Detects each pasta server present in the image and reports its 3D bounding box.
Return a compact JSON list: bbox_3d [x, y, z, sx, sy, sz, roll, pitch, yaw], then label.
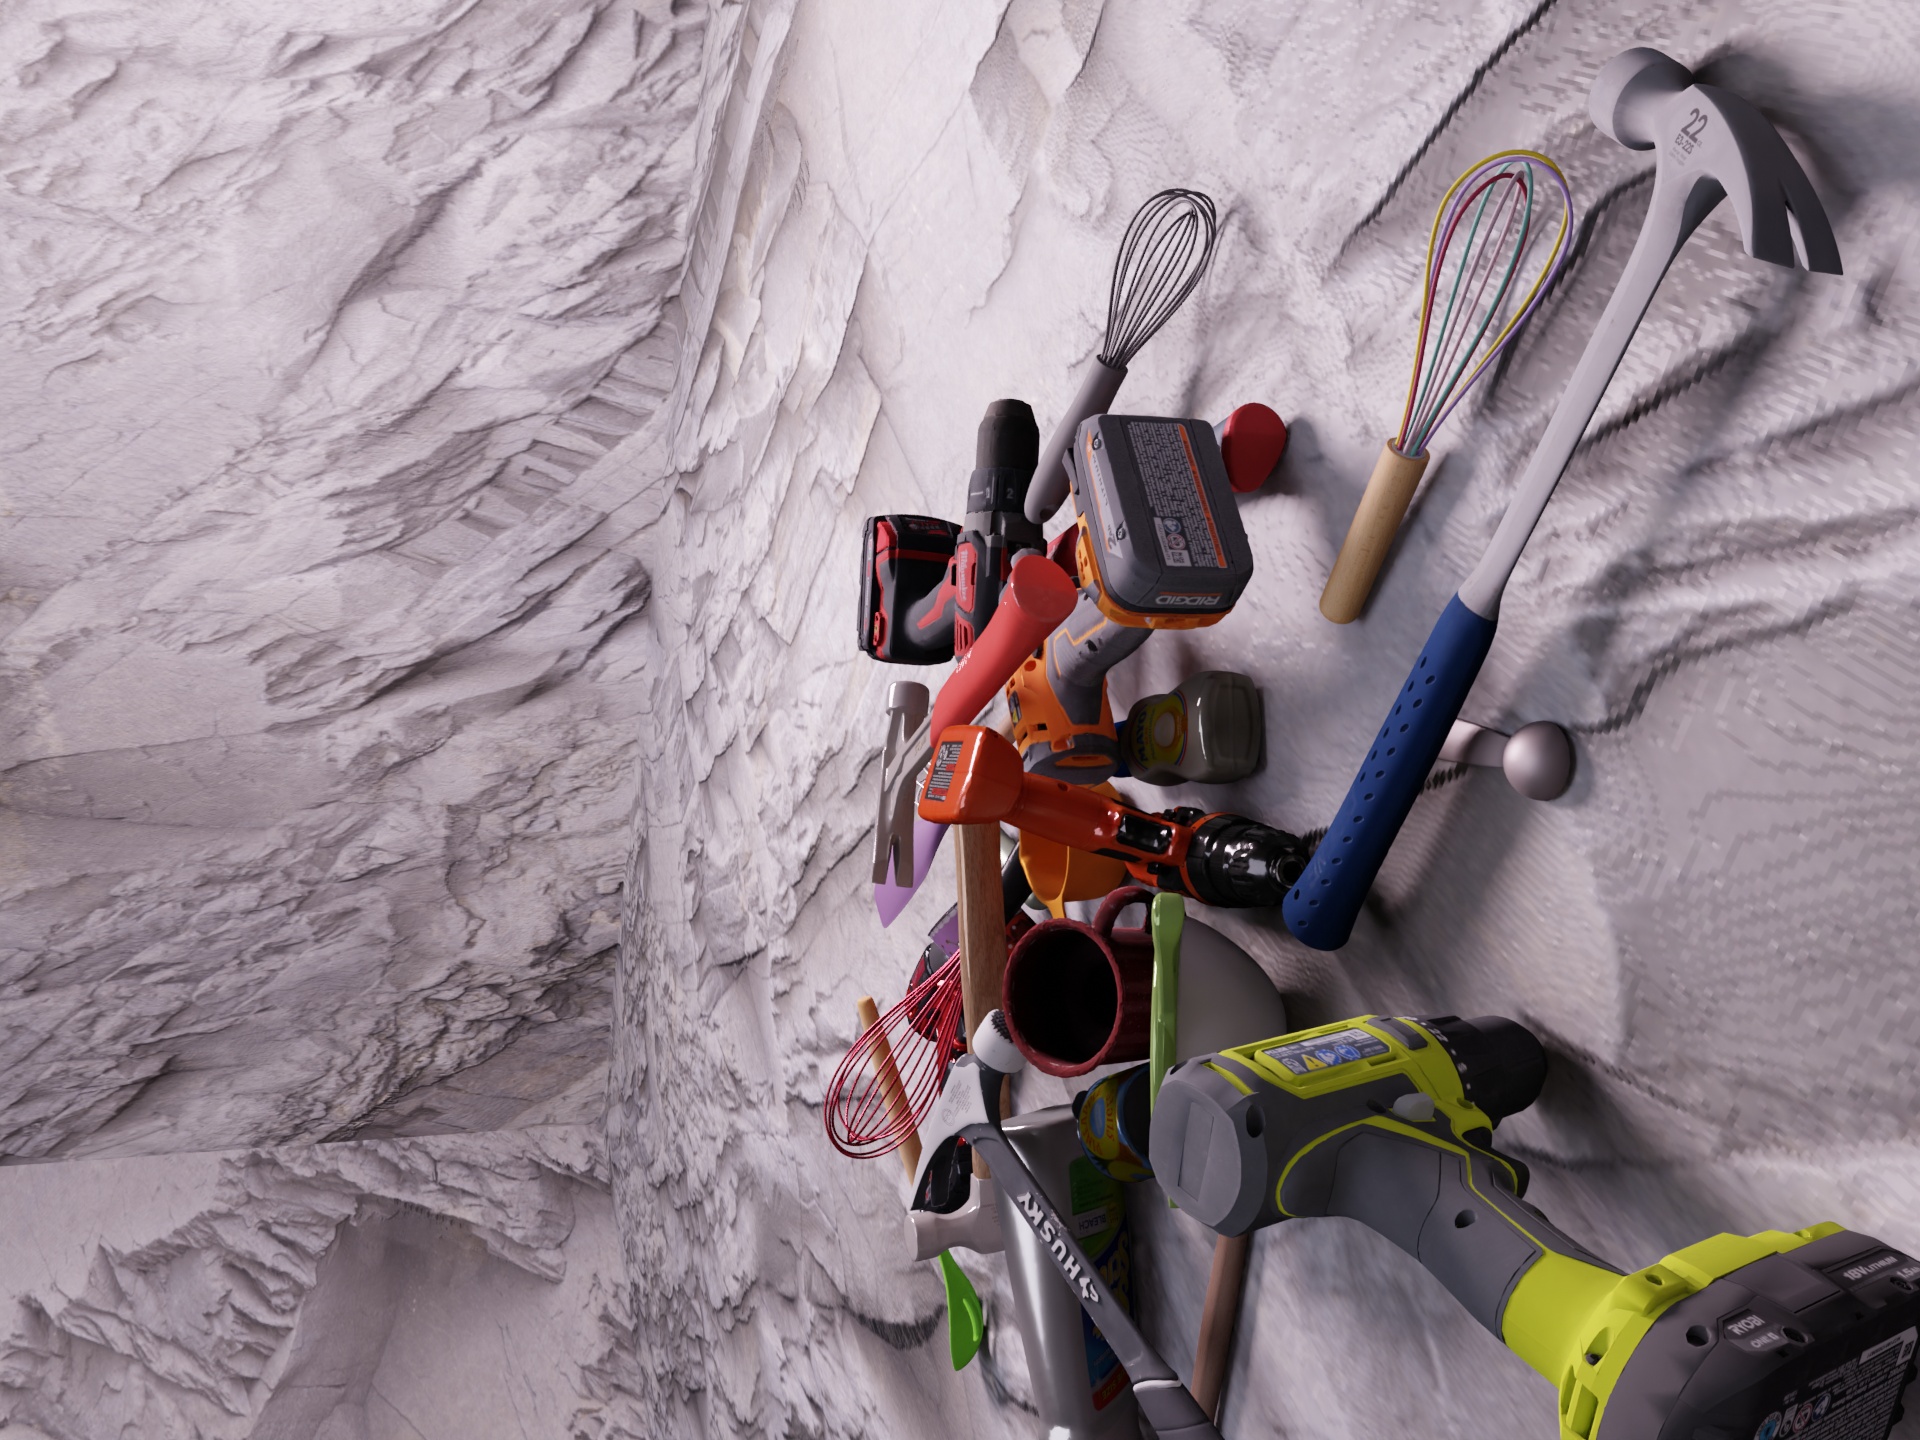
[{"bbox_3d":[0.134,0.398,0.927,0.060,0.040,0.316,-118,34,-73],"label":"pasta server"}]

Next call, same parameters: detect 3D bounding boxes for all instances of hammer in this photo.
[{"bbox_3d":[-0.002,-0.003,0.991,0.359,0.036,0.149,131,145,-67],"label":"hammer"},{"bbox_3d":[0.222,-0.055,0.666,0.144,0.035,0.405,-100,21,-52],"label":"hammer"},{"bbox_3d":[0.020,0.198,1.090,0.031,0.130,0.331,-173,80,-71],"label":"hammer"},{"bbox_3d":[0.099,-0.142,1.048,0.386,0.038,0.143,152,119,-68],"label":"hammer"},{"bbox_3d":[0.095,0.357,0.888,0.409,0.036,0.149,50,123,39],"label":"hammer"}]

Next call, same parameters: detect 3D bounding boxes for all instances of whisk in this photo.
[{"bbox_3d":[0.017,0.088,1.263,0.059,0.058,0.247,62,172,-30],"label":"whisk"},{"bbox_3d":[0.211,-0.145,0.732,0.051,0.047,0.244,-111,26,-44],"label":"whisk"},{"bbox_3d":[0.093,-0.222,0.996,0.238,0.055,0.055,-63,31,32],"label":"whisk"},{"bbox_3d":[-0.003,0.181,1.128,0.296,0.073,0.073,-57,22,-2],"label":"whisk"}]

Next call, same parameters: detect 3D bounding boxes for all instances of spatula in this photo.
[{"bbox_3d":[0.002,0.053,1.238,0.315,0.018,0.060,-54,40,38],"label":"spatula"}]

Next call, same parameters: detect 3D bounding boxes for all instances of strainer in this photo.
[{"bbox_3d":[0.133,0.147,0.808,0.256,0.069,0.152,74,-161,-59],"label":"strainer"}]

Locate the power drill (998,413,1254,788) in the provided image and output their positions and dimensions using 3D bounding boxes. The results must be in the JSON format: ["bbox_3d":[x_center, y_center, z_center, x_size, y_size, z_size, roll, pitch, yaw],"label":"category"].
[{"bbox_3d":[0.078,-0.078,0.927,0.226,0.084,0.164,119,145,-55],"label":"power drill"}]

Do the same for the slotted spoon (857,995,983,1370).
[{"bbox_3d":[-0.032,0.370,1.273,0.070,0.031,0.314,-42,-64,-78],"label":"slotted spoon"}]

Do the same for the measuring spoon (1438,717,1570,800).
[{"bbox_3d":[0.226,0.011,0.715,0.124,0.018,0.034,-158,70,-70],"label":"measuring spoon"}]

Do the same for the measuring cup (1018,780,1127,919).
[{"bbox_3d":[0.086,0.117,1.055,0.095,0.052,0.174,129,133,-62],"label":"measuring cup"}]

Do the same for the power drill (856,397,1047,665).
[{"bbox_3d":[-0.001,-0.126,1.164,0.227,0.080,0.188,180,94,-68],"label":"power drill"}]

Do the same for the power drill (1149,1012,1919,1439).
[{"bbox_3d":[0.206,0.174,0.567,0.229,0.190,0.080,29,117,52],"label":"power drill"}]

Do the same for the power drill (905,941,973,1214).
[{"bbox_3d":[0.008,0.268,1.233,0.143,0.078,0.220,115,152,-49],"label":"power drill"}]
